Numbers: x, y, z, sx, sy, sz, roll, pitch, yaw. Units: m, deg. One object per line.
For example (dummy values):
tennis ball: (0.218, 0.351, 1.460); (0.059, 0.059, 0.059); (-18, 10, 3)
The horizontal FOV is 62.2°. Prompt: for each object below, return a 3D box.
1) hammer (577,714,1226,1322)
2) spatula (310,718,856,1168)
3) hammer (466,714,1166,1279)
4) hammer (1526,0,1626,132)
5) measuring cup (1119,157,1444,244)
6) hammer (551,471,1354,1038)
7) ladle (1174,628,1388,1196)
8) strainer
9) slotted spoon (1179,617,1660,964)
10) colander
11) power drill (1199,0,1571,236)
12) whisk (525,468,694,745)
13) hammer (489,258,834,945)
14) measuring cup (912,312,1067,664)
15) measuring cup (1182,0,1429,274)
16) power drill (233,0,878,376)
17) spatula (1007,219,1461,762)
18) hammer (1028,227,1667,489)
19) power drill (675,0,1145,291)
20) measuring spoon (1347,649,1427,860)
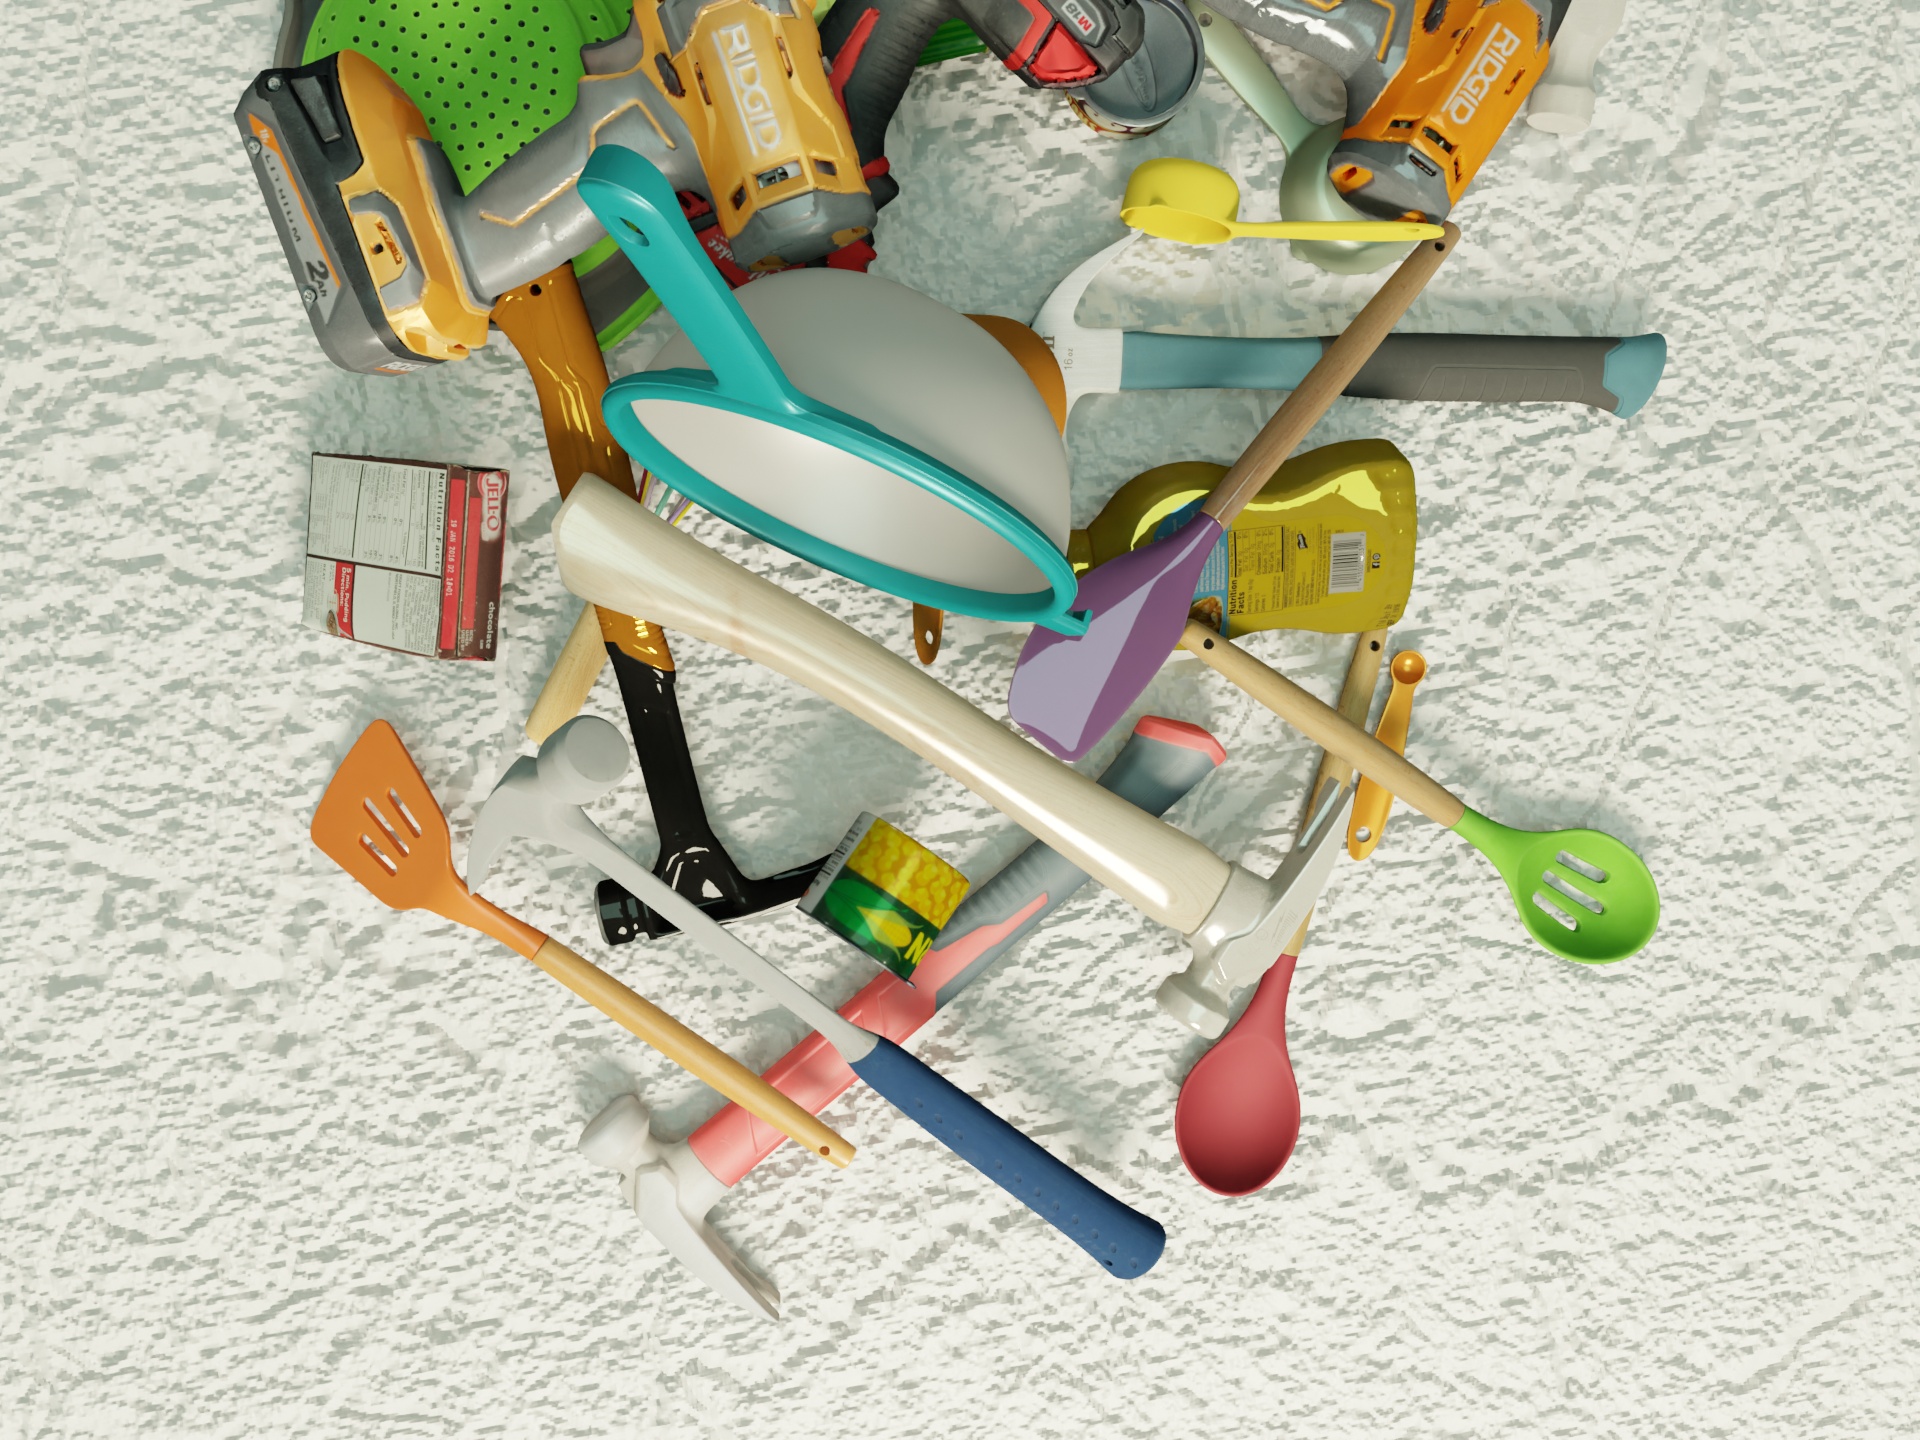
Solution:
hammer: (-0.007, 0.145, 0.829); (0.386, 0.038, 0.143); (-41, 100, 1)
spatula: (-0.185, 0.123, 0.791); (0.322, 0.041, 0.081); (35, 107, -3)
hammer: (-0.059, 0.151, 0.763); (0.405, 0.144, 0.035); (40, 49, -18)
hammer: (0.166, -0.389, 0.776); (0.331, 0.031, 0.130); (11, 97, -5)
measuring cup: (0.152, -0.246, 0.756); (0.156, 0.062, 0.029); (11, 93, 25)
hammer: (-0.001, -0.002, 0.758); (0.410, 0.038, 0.146); (32, 94, -15)
ladle: (0.178, 0.098, 0.843); (0.069, 0.031, 0.315); (14, 94, -7)
strainer: (-0.049, -0.142, 0.610); (0.211, 0.340, 0.095); (19, 80, 17)
slotted spoon: (0.237, 0.034, 0.820); (0.313, 0.031, 0.070); (32, 89, -15)
colander: (-0.280, -0.342, 0.716); (0.397, 0.094, 0.204); (43, 92, -8)
power drill: (0.172, -0.353, 0.726); (0.226, 0.084, 0.164); (34, 89, -10)
whisk: (-0.156, -0.097, 0.785); (0.047, 0.051, 0.245); (26, 100, -22)
hammer: (-0.151, -0.054, 0.761); (0.127, 0.034, 0.336); (-13, 110, -3)
measuring cup: (0.006, -0.113, 0.783); (0.052, 0.095, 0.173); (-15, 119, -42)
measuring cup: (0.170, -0.295, 0.784); (0.083, 0.038, 0.167); (-44, 100, 2)
power drill: (-0.164, -0.251, 0.636); (0.226, 0.084, 0.185); (-17, 98, 6)
spatula: (0.132, -0.115, 0.749); (0.059, 0.018, 0.316); (41, 87, -5)
hammer: (0.193, -0.178, 0.805); (0.331, 0.033, 0.128); (0, 98, -5)
power drill: (-0.031, -0.261, 0.705); (0.219, 0.079, 0.143); (-43, 110, 13)
measuring spoon: (0.225, 0.019, 0.846); (0.021, 0.011, 0.117); (11, 100, -6)
